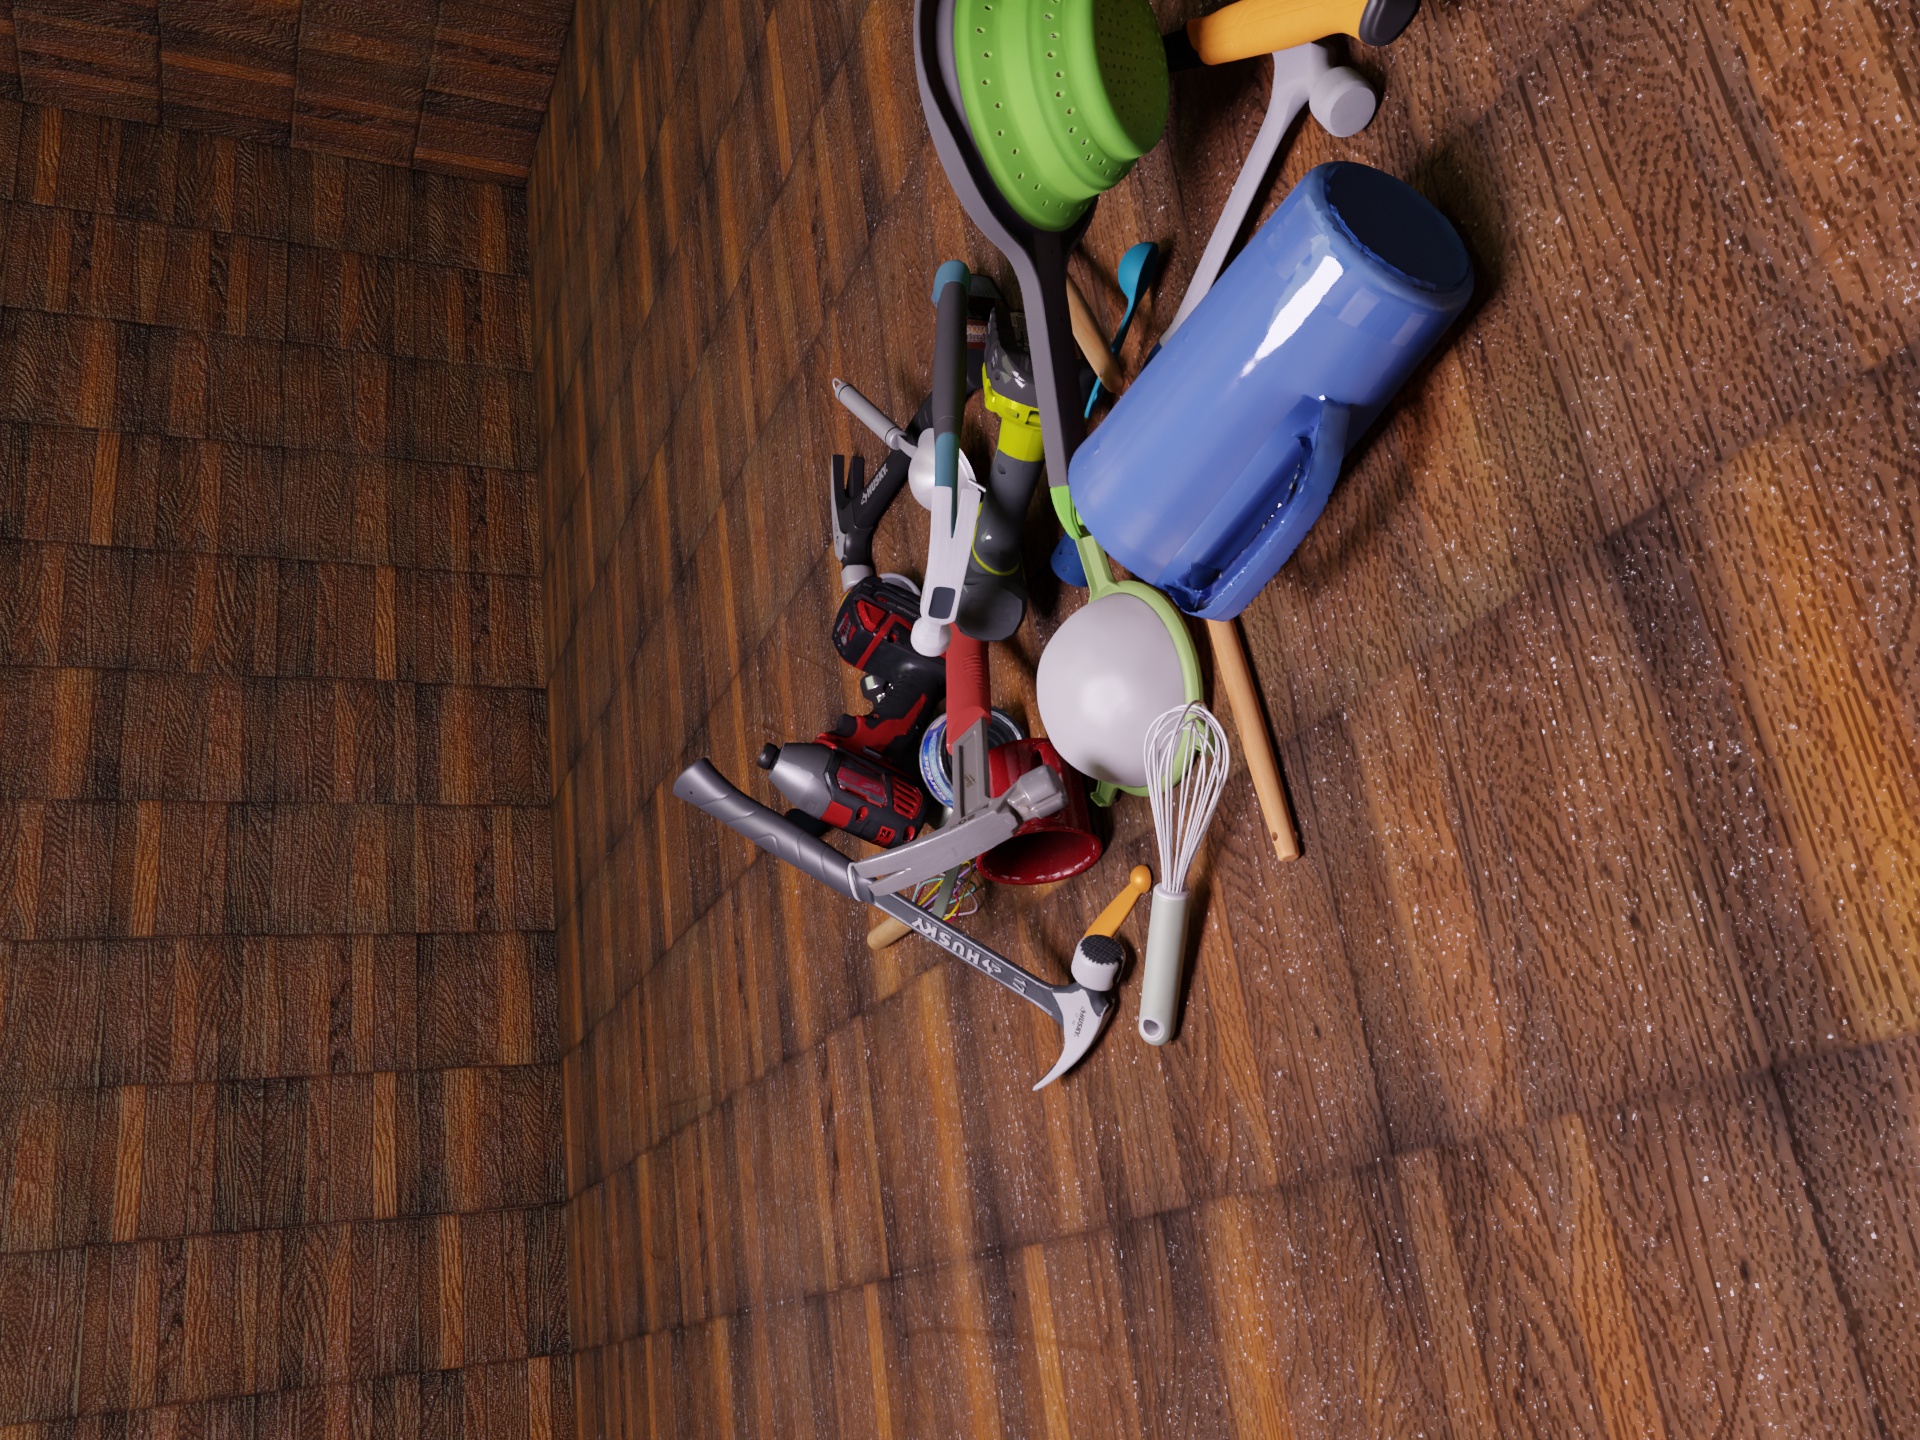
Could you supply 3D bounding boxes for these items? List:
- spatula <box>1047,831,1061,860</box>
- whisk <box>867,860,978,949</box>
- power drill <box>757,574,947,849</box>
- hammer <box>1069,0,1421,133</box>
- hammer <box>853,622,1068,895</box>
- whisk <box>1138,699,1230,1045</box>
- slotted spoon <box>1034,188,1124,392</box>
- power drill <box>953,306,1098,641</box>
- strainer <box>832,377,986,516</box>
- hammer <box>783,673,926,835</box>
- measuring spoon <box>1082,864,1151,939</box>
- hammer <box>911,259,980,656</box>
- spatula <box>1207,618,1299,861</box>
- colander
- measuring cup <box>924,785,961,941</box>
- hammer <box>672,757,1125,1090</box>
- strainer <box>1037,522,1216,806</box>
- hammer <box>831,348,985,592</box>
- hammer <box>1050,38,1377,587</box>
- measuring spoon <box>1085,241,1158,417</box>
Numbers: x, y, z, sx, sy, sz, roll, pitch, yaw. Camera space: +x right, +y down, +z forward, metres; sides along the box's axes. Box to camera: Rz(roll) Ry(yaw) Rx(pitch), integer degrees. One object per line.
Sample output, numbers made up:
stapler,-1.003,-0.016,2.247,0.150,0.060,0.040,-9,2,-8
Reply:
spatula,0.009,0.077,1.354,0.316,0.018,0.060,9,86,64
whisk,-0.040,0.174,1.423,0.245,0.051,0.047,137,124,-60
power drill,-0.078,-0.007,1.330,0.078,0.143,0.220,-52,17,52
hammer,0.161,-0.425,0.969,0.337,0.034,0.127,-151,64,-62
hammer,-0.002,-0.004,1.199,0.036,0.149,0.359,58,-166,-25
whisk,0.138,0.103,1.029,0.058,0.059,0.246,16,115,29
slotted spoon,0.077,-0.320,1.171,0.314,0.031,0.070,-105,31,-50
power drill,0.037,-0.196,1.235,0.171,0.080,0.223,-95,17,-57
strainer,-0.055,-0.246,1.420,0.259,0.050,0.086,47,152,41
hammer,-0.114,0.083,1.562,0.386,0.038,0.143,135,123,-62
measuring spoon,0.107,0.140,1.144,0.116,0.011,0.021,120,143,-45
hammer,-0.010,-0.219,1.211,0.128,0.033,0.331,107,167,-58
spatula,0.160,-0.060,1.017,0.081,0.041,0.323,-48,47,51
colander,0.078,-0.313,0.985,0.094,0.204,0.397,-3,102,33
measuring cup,-0.014,0.099,1.305,0.083,0.038,0.168,-22,44,55
hammer,-0.063,0.137,1.228,0.409,0.036,0.149,28,128,23
strainer,0.083,-0.069,1.101,0.151,0.069,0.256,-35,67,59
hammer,-0.051,-0.256,1.493,0.334,0.035,0.146,136,130,-56
hammer,0.145,-0.263,1.071,0.144,0.035,0.405,-113,35,-42
measuring spoon,0.106,-0.277,1.122,0.128,0.021,0.042,-68,-13,8
